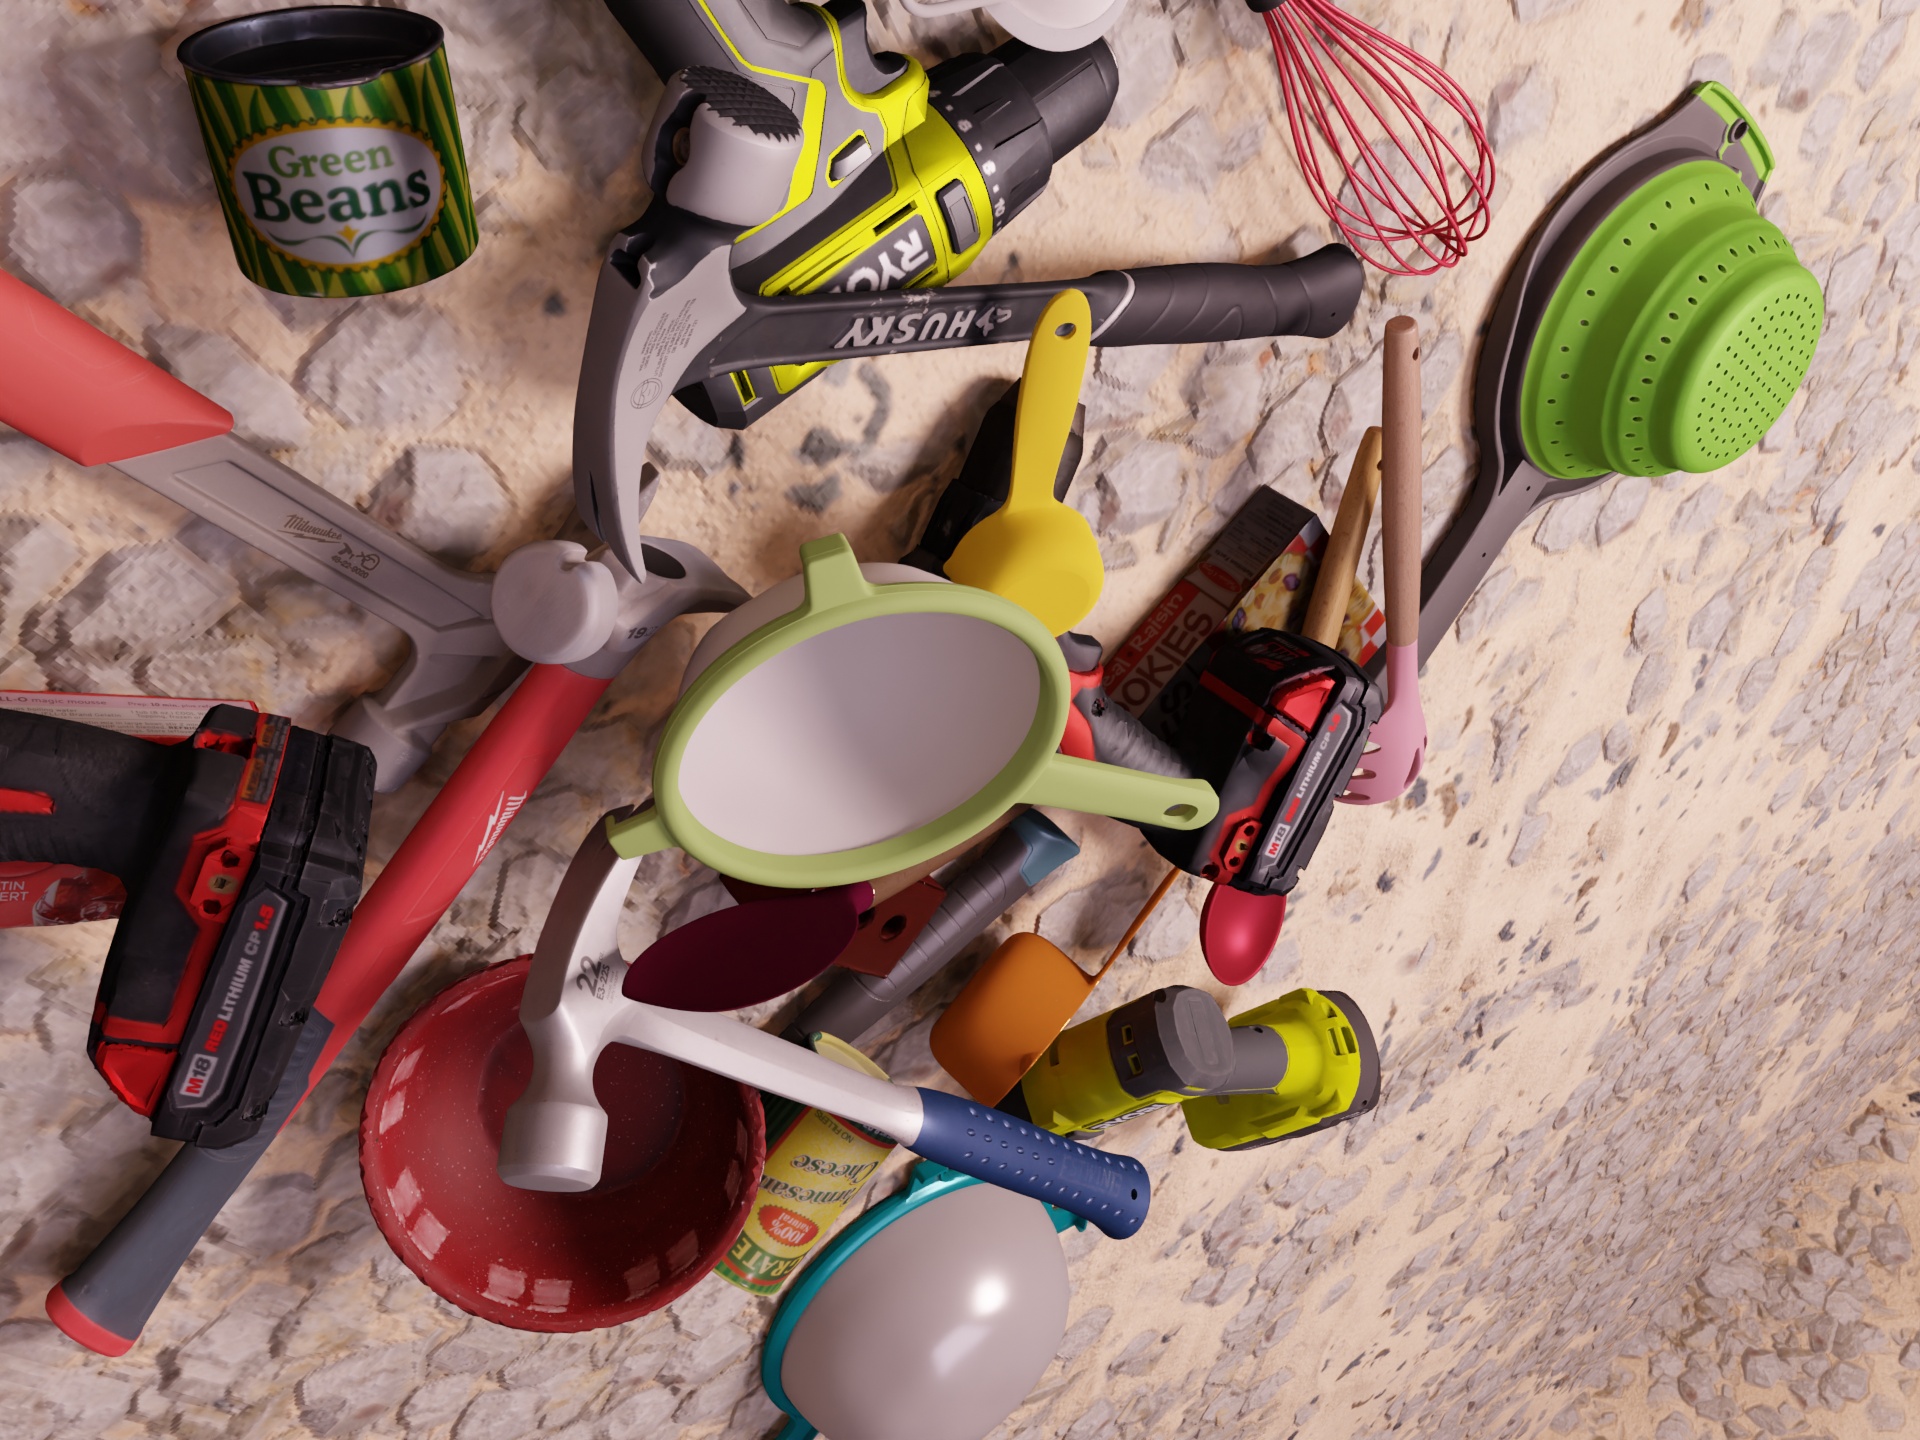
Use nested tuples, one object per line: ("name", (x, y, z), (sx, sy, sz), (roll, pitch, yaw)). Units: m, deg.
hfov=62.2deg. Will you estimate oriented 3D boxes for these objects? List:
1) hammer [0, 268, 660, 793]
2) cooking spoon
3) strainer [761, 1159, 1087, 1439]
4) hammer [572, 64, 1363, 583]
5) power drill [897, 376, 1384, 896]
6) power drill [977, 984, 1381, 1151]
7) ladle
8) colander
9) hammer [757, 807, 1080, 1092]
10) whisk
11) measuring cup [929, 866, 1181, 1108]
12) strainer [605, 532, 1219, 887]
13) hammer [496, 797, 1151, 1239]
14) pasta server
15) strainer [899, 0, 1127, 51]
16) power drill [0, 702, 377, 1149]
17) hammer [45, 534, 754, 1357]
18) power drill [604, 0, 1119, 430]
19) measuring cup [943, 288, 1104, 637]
("hammer", (-0.244, -0.103, 0.430), (0.149, 0.037, 0.358), (-49, 139, 3))
("cooking spoon", (-0.030, 0.064, 0.647), (0.319, 0.069, 0.017), (-24, 116, -64))
("strainer", (-0.048, 0.427, 0.969), (0.340, 0.095, 0.210), (-51, 139, 3))
("hammer", (0.035, -0.140, 0.562), (0.409, 0.036, 0.149), (-19, 149, -48))
("power drill", (0.070, -0.028, 0.691), (0.226, 0.080, 0.188), (18, 102, -26))
("power drill", (0.127, 0.209, 0.931), (0.223, 0.080, 0.171), (12, 146, -43))
("ladle", (0.168, 0.002, 0.803), (0.069, 0.031, 0.315), (-18, 130, -39))
("colander", (0.334, -0.127, 0.848), (0.204, 0.095, 0.397), (15, 111, -45))
("hammer", (-0.074, 0.157, 0.780), (0.331, 0.033, 0.128), (-40, 138, -7))
("whisk", (0.128, -0.264, 0.601), (0.295, 0.073, 0.073), (32, 99, -42))
("measuring cup", (0.049, 0.119, 0.818), (0.173, 0.052, 0.095), (-53, 172, 8))
("strainer", (-0.001, -0.002, 0.604), (0.256, 0.069, 0.151), (12, 130, -39))
("hammer", (-0.028, 0.163, 0.688), (0.035, 0.144, 0.405), (-15, 148, 31))
("pasta server", (0.205, -0.061, 0.767), (0.060, 0.040, 0.315), (-52, 146, -28))
("strainer", (0.067, -0.285, 0.487), (0.258, 0.050, 0.086), (-53, 132, -31))
("power drill", (-0.289, 0.038, 0.438), (0.219, 0.079, 0.143), (21, 111, -25))
("hammer", (-0.215, 0.090, 0.590), (0.386, 0.038, 0.143), (-50, 169, 14))
("power drill", (-0.044, -0.222, 0.473), (0.190, 0.080, 0.228), (-40, 141, -14))
("measuring cup", (0.031, -0.082, 0.560), (0.062, 0.029, 0.156), (-10, 146, -13))
